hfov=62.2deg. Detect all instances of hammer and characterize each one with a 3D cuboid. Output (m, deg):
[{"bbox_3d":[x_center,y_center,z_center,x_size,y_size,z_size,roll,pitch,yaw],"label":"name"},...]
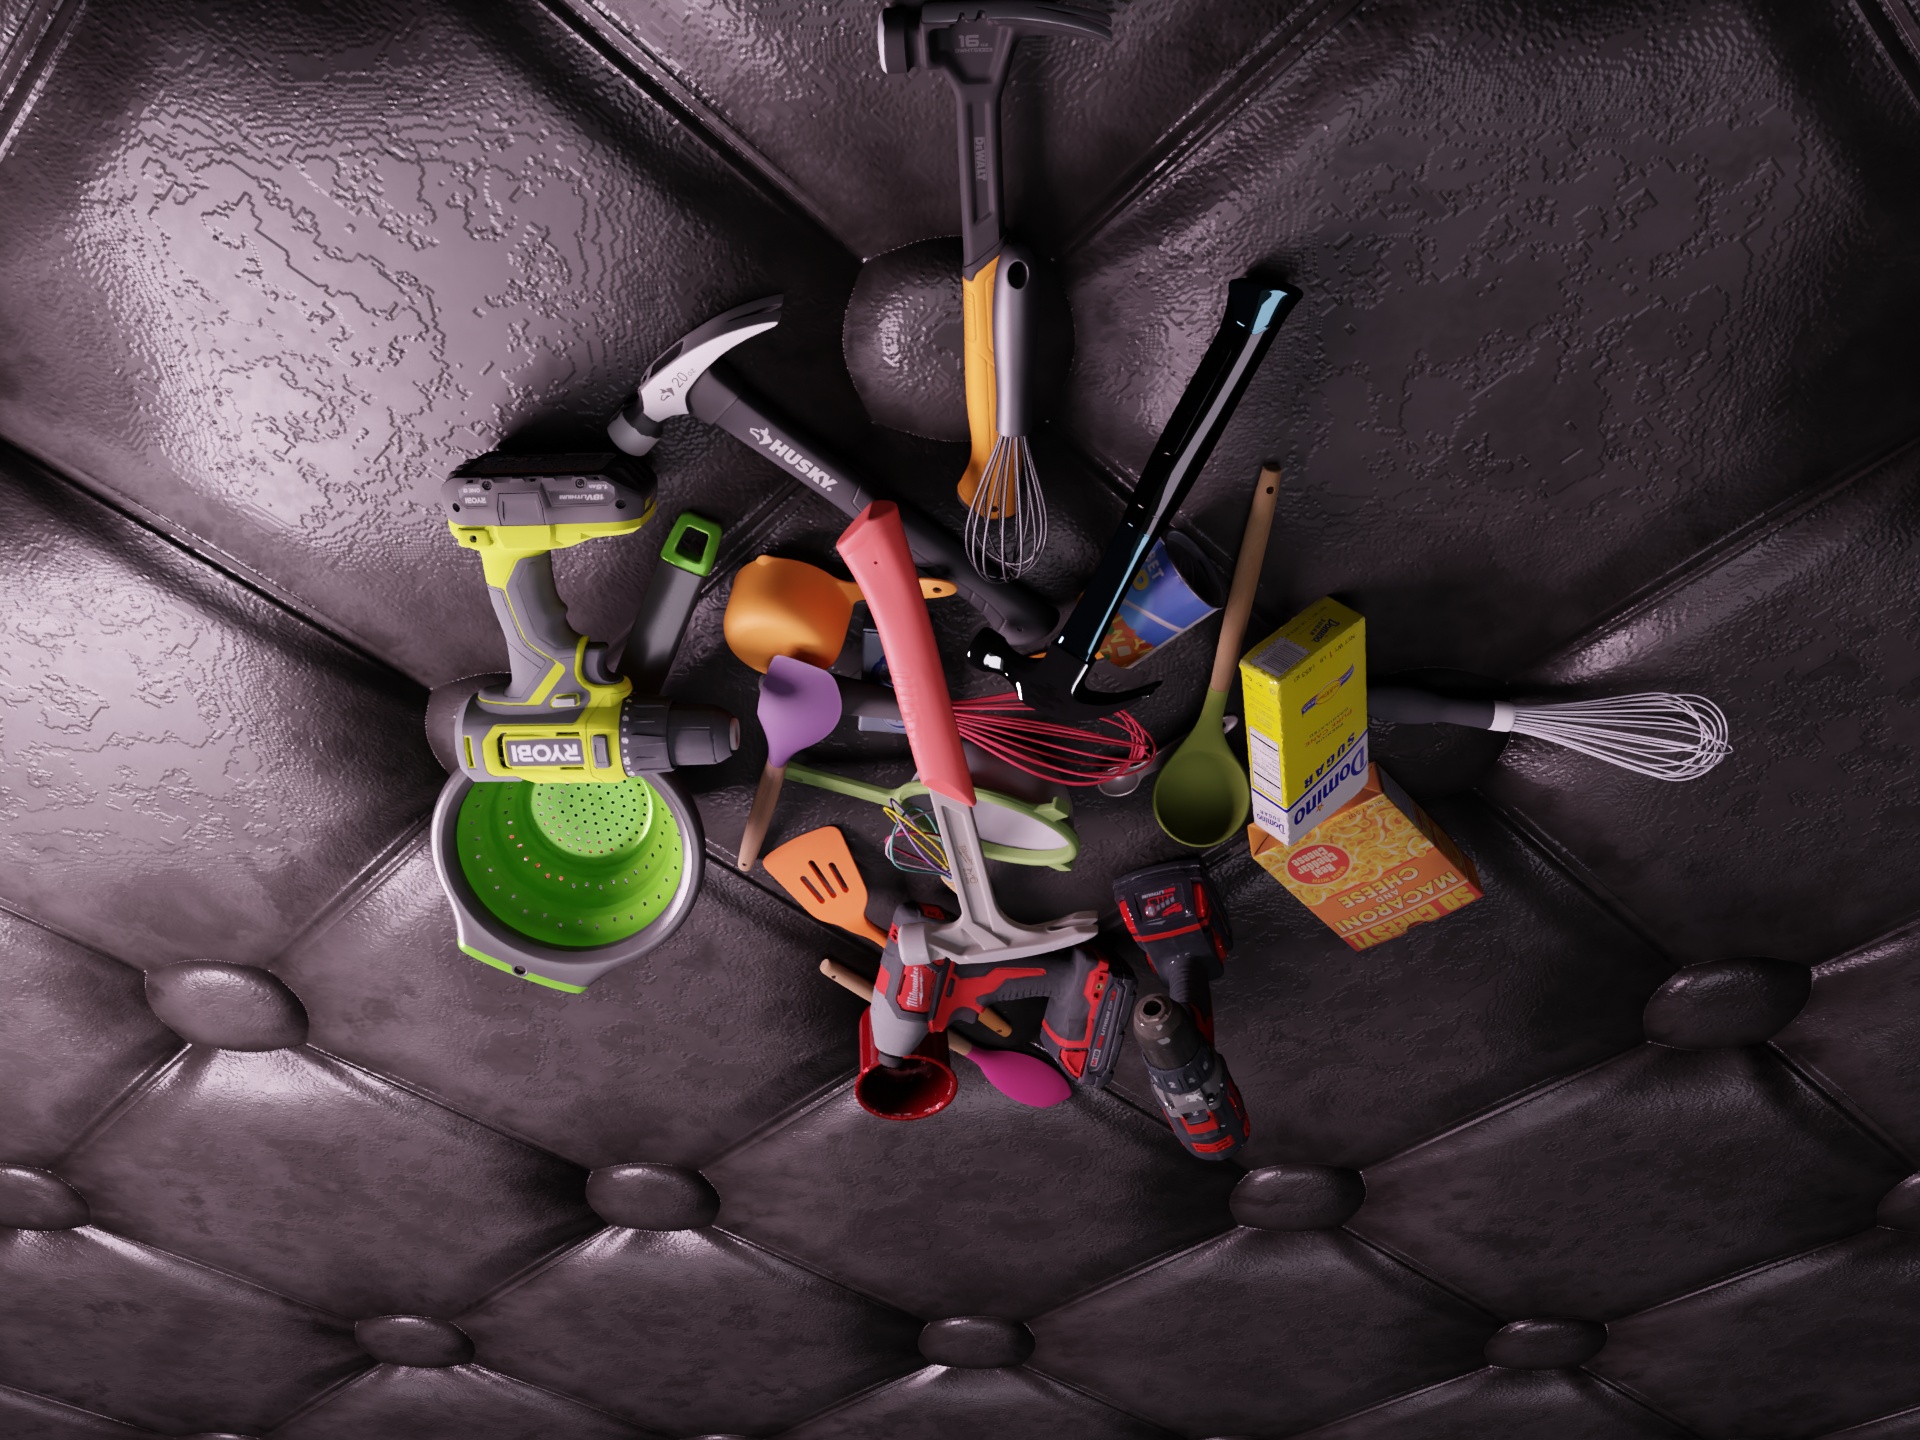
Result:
[{"bbox_3d":[-0.060,-0.150,1.076,0.334,0.035,0.146,33,126,-27],"label":"hammer"},{"bbox_3d":[0.025,-0.262,0.968,0.127,0.034,0.336,0,134,3],"label":"hammer"},{"bbox_3d":[0.123,-0.139,1.039,0.128,0.033,0.331,33,119,10],"label":"hammer"},{"bbox_3d":[-0.007,0.017,1.111,0.149,0.037,0.358,-10,116,8],"label":"hammer"}]

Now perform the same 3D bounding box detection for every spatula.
[{"bbox_3d":[-0.047,0.202,1.423,0.081,0.041,0.322,-27,132,23],"label":"spatula"},{"bbox_3d":[-0.142,0.043,1.225,0.059,0.018,0.315,21,145,-4],"label":"spatula"}]

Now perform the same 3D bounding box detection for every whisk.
[{"bbox_3d":[0.440,0.000,1.205,0.284,0.070,0.070,7,134,1],"label":"whisk"},{"bbox_3d":[0.030,-0.184,0.992,0.055,0.055,0.238,1,130,0],"label":"whisk"},{"bbox_3d":[-0.010,0.119,1.275,0.047,0.051,0.244,3,159,19],"label":"whisk"},{"bbox_3d":[-0.002,-0.004,1.163,0.296,0.073,0.073,10,133,0],"label":"whisk"}]

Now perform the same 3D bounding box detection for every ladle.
[{"bbox_3d":[0.197,-0.039,1.158,0.078,0.062,0.320,0,129,-8],"label":"ladle"}]

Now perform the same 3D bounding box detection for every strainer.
[{"bbox_3d":[-0.023,0.043,1.250,0.256,0.069,0.151,14,159,11],"label":"strainer"}]

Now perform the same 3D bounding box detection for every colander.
[{"bbox_3d":[-0.260,0.015,1.201,0.204,0.095,0.397,23,110,-9],"label":"colander"}]

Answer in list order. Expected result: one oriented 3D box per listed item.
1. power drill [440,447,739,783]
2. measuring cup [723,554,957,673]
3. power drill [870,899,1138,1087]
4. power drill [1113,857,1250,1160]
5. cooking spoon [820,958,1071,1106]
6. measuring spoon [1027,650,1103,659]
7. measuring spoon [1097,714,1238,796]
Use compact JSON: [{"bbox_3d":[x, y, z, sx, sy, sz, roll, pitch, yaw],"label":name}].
[{"bbox_3d":[-0.253,-0.063,1.079,0.190,0.080,0.228,-1,113,2],"label":"power drill"},{"bbox_3d":[-0.086,-0.070,1.111,0.173,0.052,0.095,-2,145,24],"label":"measuring cup"},{"bbox_3d":[0.031,0.246,1.383,0.219,0.079,0.143,14,95,-16],"label":"power drill"},{"bbox_3d":[0.176,0.220,1.293,0.080,0.227,0.187,-16,132,15],"label":"power drill"},{"bbox_3d":[-0.012,0.303,1.520,0.068,0.017,0.318,-34,125,32],"label":"cooking spoon"},{"bbox_3d":[0.084,-0.051,1.188,0.117,0.011,0.021,-14,132,19],"label":"measuring spoon"},{"bbox_3d":[0.163,0.023,1.256,0.124,0.018,0.034,-29,130,17],"label":"measuring spoon"}]
